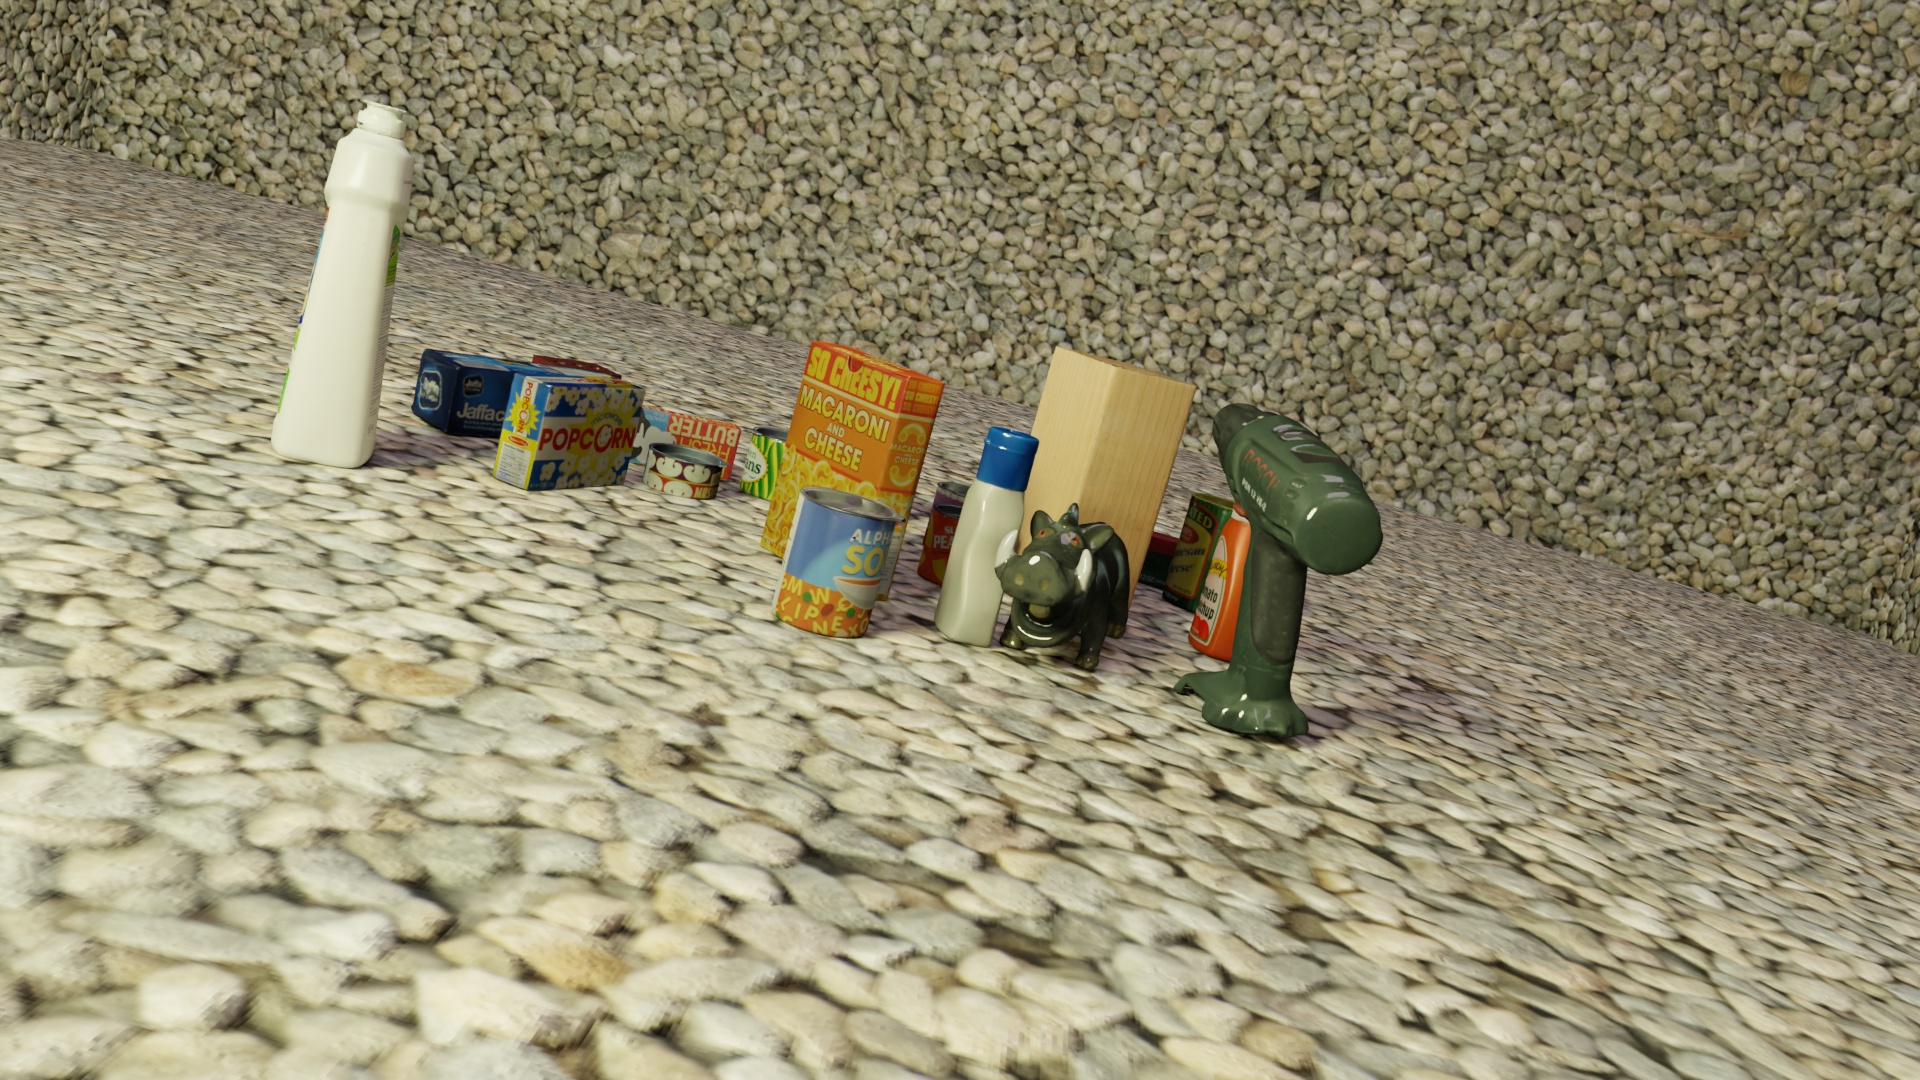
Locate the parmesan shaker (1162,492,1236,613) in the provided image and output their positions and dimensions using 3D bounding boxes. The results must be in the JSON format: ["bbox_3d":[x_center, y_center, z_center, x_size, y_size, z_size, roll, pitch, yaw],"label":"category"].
[{"bbox_3d":[0.234,0.014,1.293,0.071,0.103,0.071,15,10,-3],"label":"parmesan shaker"}]

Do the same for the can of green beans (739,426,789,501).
[{"bbox_3d":[-0.166,-0.069,1.286,0.071,0.057,0.071,15,10,-3],"label":"can of green beans"}]

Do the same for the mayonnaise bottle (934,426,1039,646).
[{"bbox_3d":[0.019,-0.004,0.969,0.041,0.147,0.065,12,11,-16],"label":"mayonnaise bottle"}]

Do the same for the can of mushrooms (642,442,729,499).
[{"bbox_3d":[-0.238,-0.060,1.204,0.071,0.033,0.071,15,11,-3],"label":"can of mushrooms"}]

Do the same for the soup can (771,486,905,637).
[{"bbox_3d":[-0.080,0.015,0.908,0.071,0.083,0.071,15,10,-3],"label":"soup can"}]

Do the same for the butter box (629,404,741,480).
[{"bbox_3d":[-0.259,-0.090,1.281,0.103,0.053,0.024,11,11,-23],"label":"butter box"}]

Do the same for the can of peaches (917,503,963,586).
[{"bbox_3d":[0.002,0.007,1.131,0.071,0.058,0.071,15,10,-3],"label":"can of peaches"}]

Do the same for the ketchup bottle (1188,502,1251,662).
[{"bbox_3d":[0.227,0.021,1.126,0.043,0.148,0.065,13,10,-10],"label":"ketchup bottle"}]

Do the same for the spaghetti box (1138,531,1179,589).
[{"bbox_3d":[0.138,0.003,1.359,0.250,0.050,0.029,16,10,4],"label":"spaghetti box"}]

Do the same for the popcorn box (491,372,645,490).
[{"bbox_3d":[-0.310,-0.087,1.107,0.038,0.085,0.127,19,11,19],"label":"popcorn box"}]

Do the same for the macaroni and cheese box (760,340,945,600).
[{"bbox_3d":[-0.083,-0.054,1.033,0.040,0.166,0.124,6,14,-43],"label":"macaroni and cheese box"}]

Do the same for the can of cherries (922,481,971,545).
[{"bbox_3d":[0.004,-0.016,1.248,0.071,0.058,0.071,15,10,-3],"label":"can of cherries"}]
